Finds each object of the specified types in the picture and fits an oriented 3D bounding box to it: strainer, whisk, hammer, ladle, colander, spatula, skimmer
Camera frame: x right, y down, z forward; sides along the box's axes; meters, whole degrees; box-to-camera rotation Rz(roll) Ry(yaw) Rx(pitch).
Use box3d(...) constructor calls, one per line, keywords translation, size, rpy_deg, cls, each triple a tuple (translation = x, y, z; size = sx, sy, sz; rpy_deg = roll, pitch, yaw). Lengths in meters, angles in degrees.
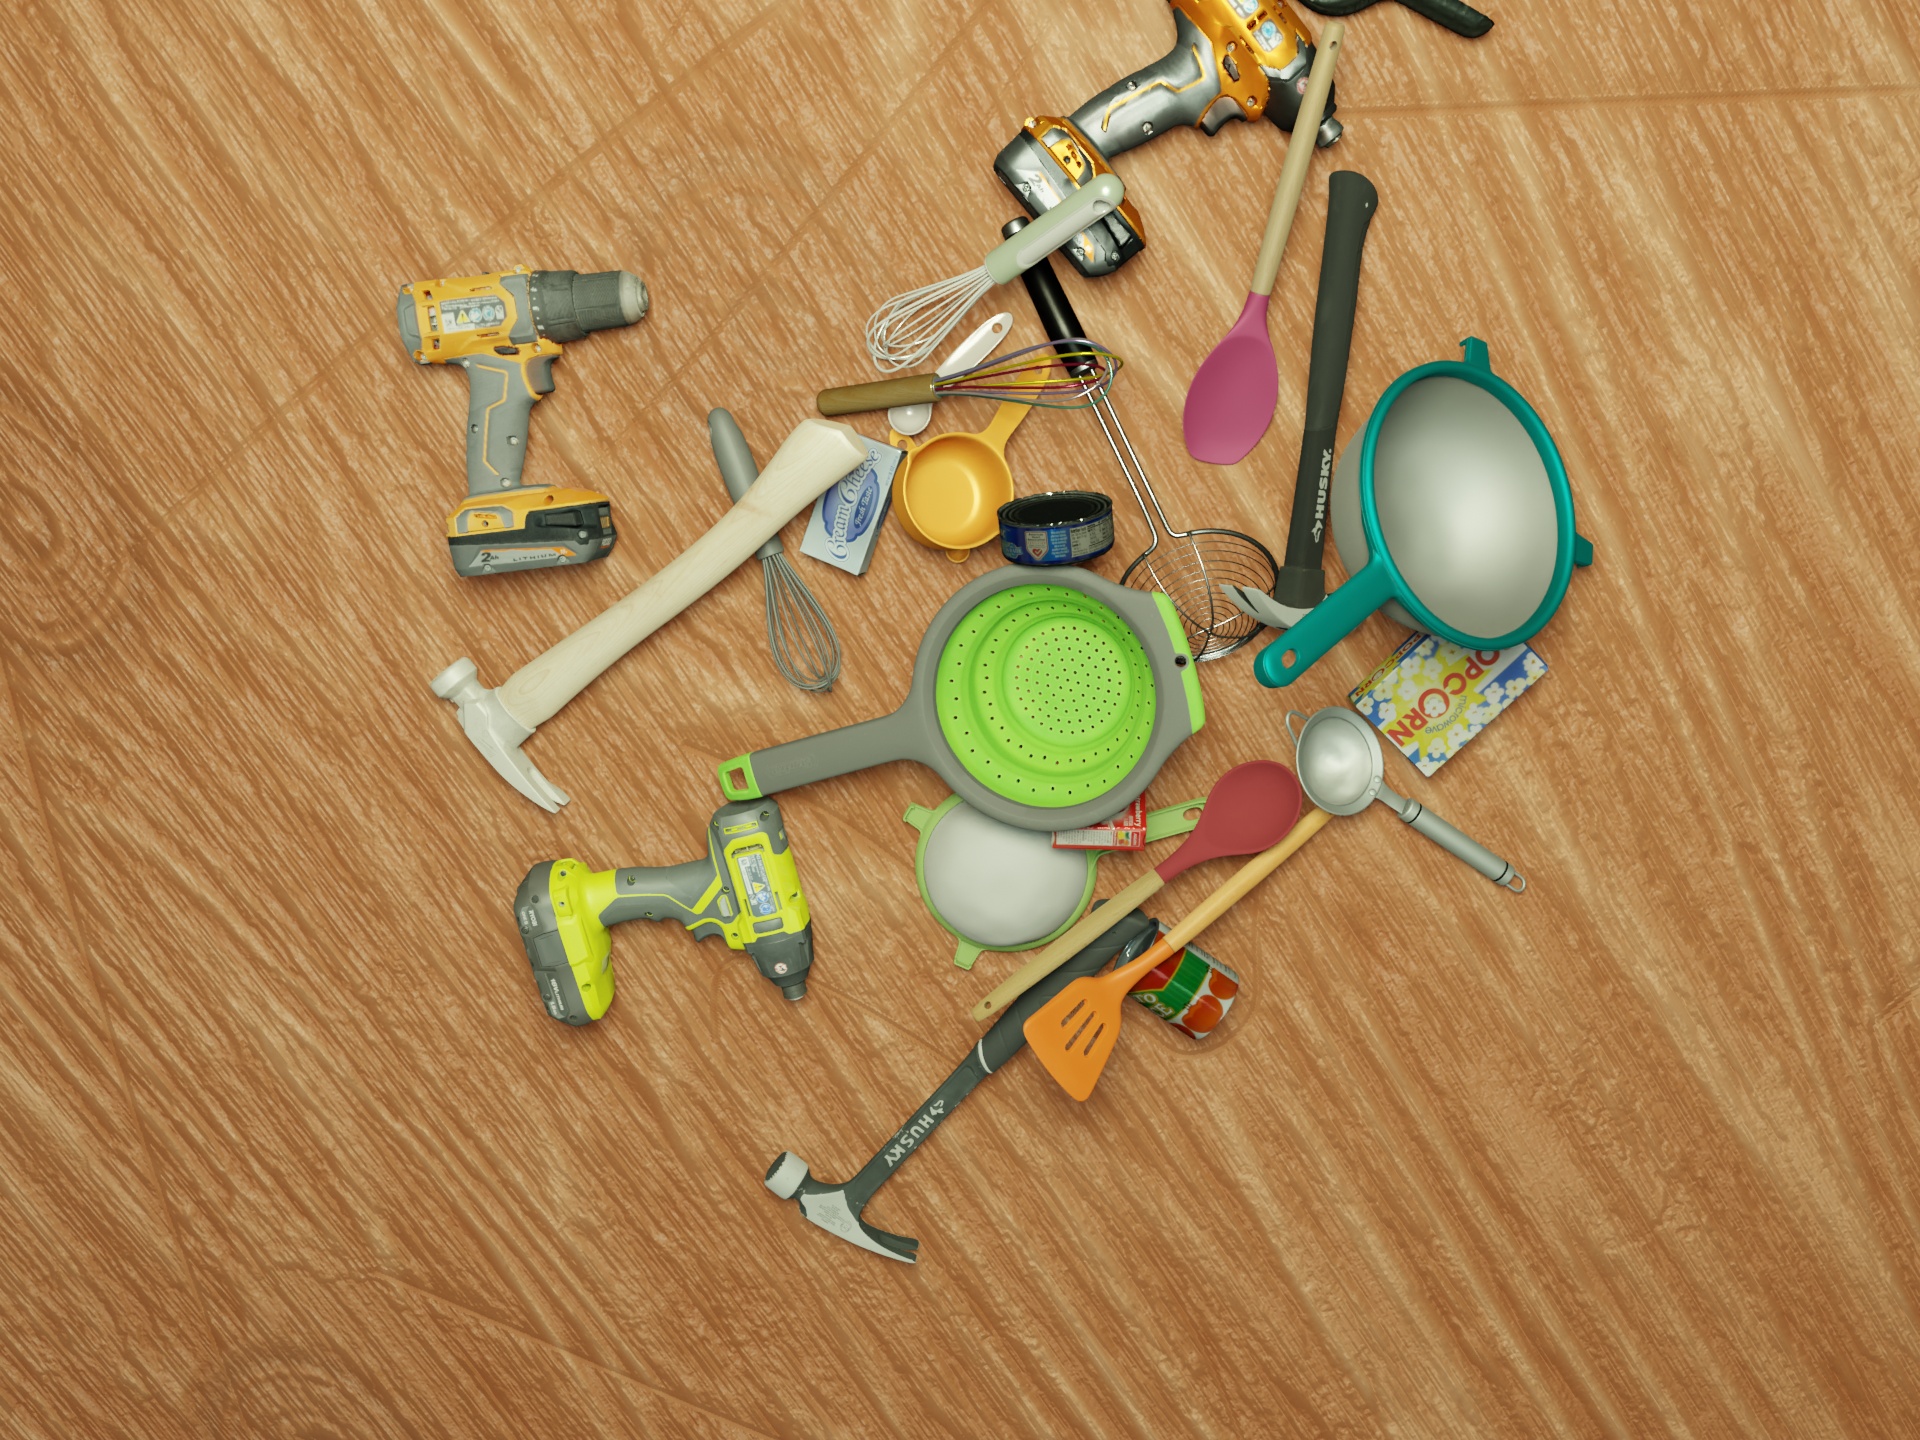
box3d(translation=(0.299, -0.114, 1.135), size=(0.340, 0.095, 0.211), rpy_deg=(-37, 101, -28), cls="strainer")
box3d(translation=(-0.149, -0.132, 1.249), size=(0.055, 0.055, 0.239), rpy_deg=(-19, 97, 8), cls="whisk")
box3d(translation=(0.350, 0.069, 1.267), size=(0.258, 0.050, 0.087), rpy_deg=(33, 69, -10), cls="strainer")
box3d(translation=(0.263, -0.230, 1.170), size=(0.035, 0.146, 0.334), rpy_deg=(14, 101, 45), cls="hammer")
box3d(translation=(0.137, 0.140, 1.255), size=(0.315, 0.031, 0.069), rpy_deg=(-37, 70, -1), cls="ladle")
box3d(translation=(-0.229, -0.087, 1.238), size=(0.410, 0.038, 0.146), rpy_deg=(-35, 100, 20), cls="hammer")
box3d(translation=(0.013, 0.300, 1.339), size=(0.149, 0.036, 0.409), rpy_deg=(39, 107, -8), cls="hammer")
box3d(translation=(0.020, -0.319, 1.138), size=(0.057, 0.059, 0.246), rpy_deg=(21, 147, -40), cls="whisk")
box3d(translation=(-0.002, -0.004, 1.250), size=(0.397, 0.094, 0.204), rpy_deg=(-15, 96, 19), cls="colander")
box3d(translation=(0.185, 0.164, 1.249), size=(0.322, 0.041, 0.081), rpy_deg=(-39, 103, -9), cls="spatula")
box3d(translation=(0.125, -0.212, 1.216), size=(0.127, 0.090, 0.363), rpy_deg=(-26, 91, 17), cls="skimmer")
box3d(translation=(0.085, 0.113, 1.280), size=(0.256, 0.069, 0.151), rpy_deg=(-16, 103, 9), cls="strainer")
box3d(translation=(0.004, -0.248, 1.180), size=(0.245, 0.047, 0.051), rpy_deg=(-3, 111, 25), cls="whisk")

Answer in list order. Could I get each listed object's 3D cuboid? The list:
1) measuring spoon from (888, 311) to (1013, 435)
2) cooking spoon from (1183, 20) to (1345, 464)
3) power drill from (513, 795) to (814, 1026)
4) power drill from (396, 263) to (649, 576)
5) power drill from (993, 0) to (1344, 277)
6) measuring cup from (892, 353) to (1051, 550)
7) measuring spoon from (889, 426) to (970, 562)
box3d(translation=(-0.005, -0.266, 1.220), size=(0.124, 0.018, 0.034), rpy_deg=(-43, 79, 6), cls="measuring spoon")
box3d(translation=(0.224, -0.335, 1.149), size=(0.068, 0.017, 0.318), rpy_deg=(9, 120, -7), cls="cooking spoon")
box3d(translation=(-0.238, 0.169, 1.315), size=(0.223, 0.080, 0.171), rpy_deg=(-13, 103, 4), cls="power drill")
box3d(translation=(-0.319, -0.233, 1.217), size=(0.185, 0.084, 0.226), rpy_deg=(-6, 99, 4), cls="power drill")
box3d(translation=(0.154, -0.421, 1.136), size=(0.226, 0.084, 0.164), rpy_deg=(-41, 100, 9), cls="power drill")
box3d(translation=(0.014, -0.207, 1.220), size=(0.095, 0.052, 0.174), rpy_deg=(36, 79, -16), cls="measuring cup")
box3d(translation=(-0.024, -0.177, 1.246), size=(0.021, 0.011, 0.117), rpy_deg=(-26, 98, 17), cls="measuring spoon")
